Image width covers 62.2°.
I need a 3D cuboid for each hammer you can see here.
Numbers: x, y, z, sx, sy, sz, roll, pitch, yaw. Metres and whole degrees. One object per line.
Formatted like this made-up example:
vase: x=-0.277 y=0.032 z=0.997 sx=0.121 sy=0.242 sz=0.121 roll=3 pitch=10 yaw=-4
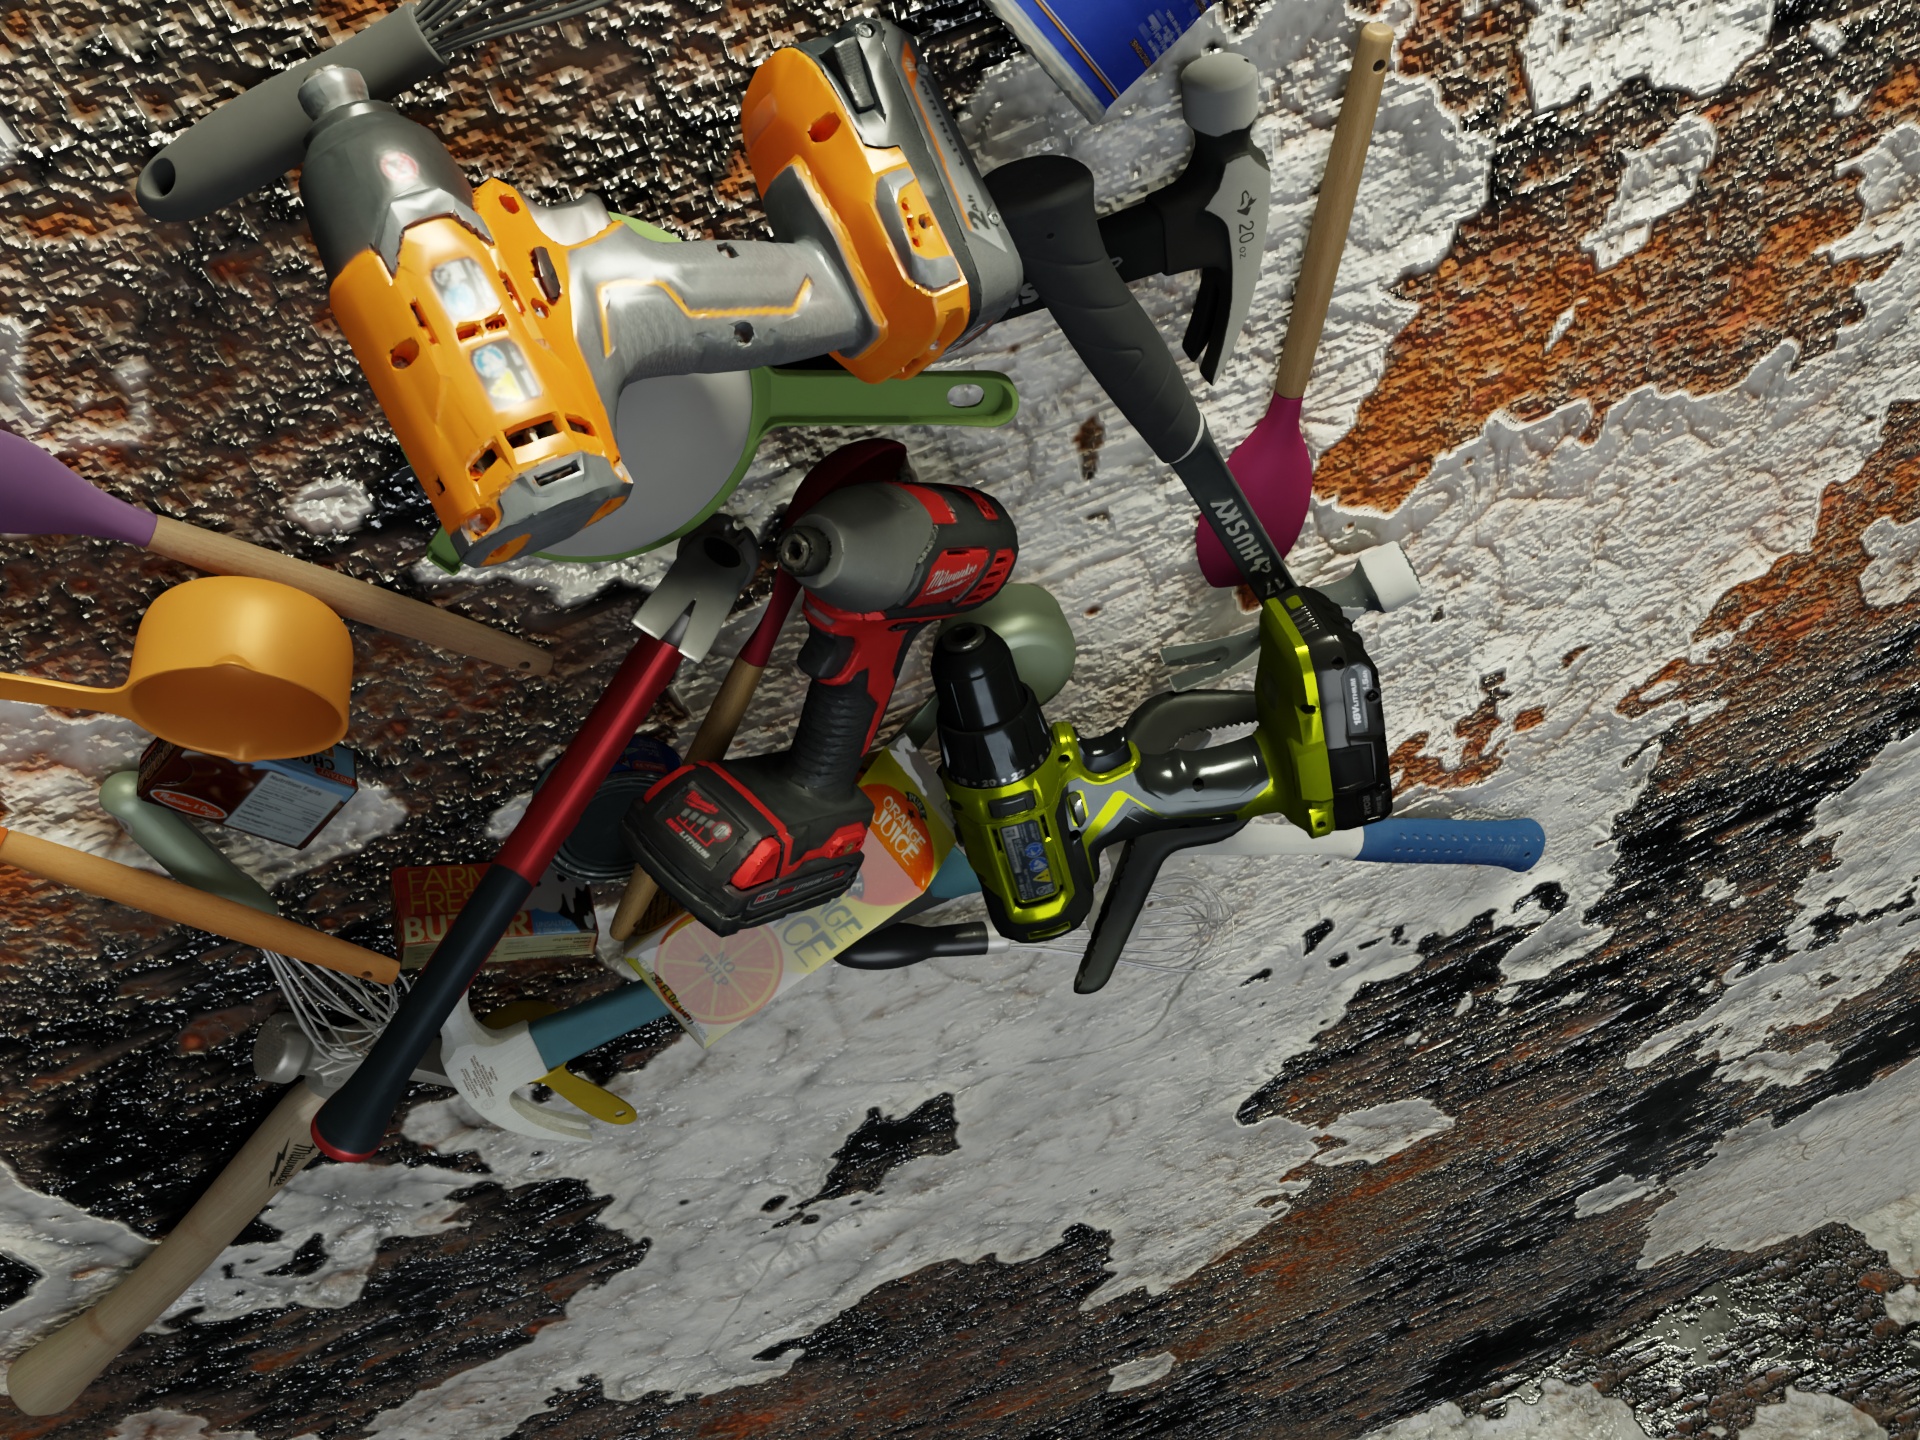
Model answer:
hammer: x=-0.214 y=0.078 z=0.748 sx=0.038 sy=0.143 sz=0.386 roll=33 pitch=109 yaw=-11
hammer: x=-0.022 y=-0.171 z=0.696 sx=0.335 sy=0.035 sz=0.146 roll=-20 pitch=139 yaw=-6
hammer: x=-0.465 y=0.322 z=0.998 sx=0.410 sy=0.038 sz=0.146 roll=-43 pitch=138 yaw=21
hammer: x=0.107 y=-0.125 z=0.761 sx=0.149 sy=0.036 sz=0.408 roll=-27 pitch=147 yaw=16
hammer: x=0.262 y=0.077 z=1.079 sx=0.405 sy=0.035 sz=0.144 roll=4 pitch=109 yaw=-35
hammer: x=-0.142 y=0.146 z=0.947 sx=0.331 sy=0.033 sz=0.128 roll=-22 pitch=106 yaw=-12

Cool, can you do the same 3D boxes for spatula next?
spatula: x=-0.414 y=0.072 z=0.725 sx=0.322 sy=0.041 sz=0.081 roll=26 pitch=119 yaw=-27
spatula: x=-0.315 y=-0.069 z=0.670 sx=0.315 sy=0.018 sz=0.059 roll=20 pitch=129 yaw=-39

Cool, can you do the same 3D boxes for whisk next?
whisk: x=-0.184 y=-0.236 z=0.541 sx=0.239 sy=0.055 sz=0.055 roll=-27 pitch=140 yaw=9
whisk: x=0.052 y=0.140 z=1.053 sx=0.284 sy=0.070 sz=0.070 roll=-2 pitch=134 yaw=-18
whisk: x=-0.357 y=0.105 z=0.820 sx=0.059 sy=0.058 sz=0.246 roll=-51 pitch=143 yaw=-24

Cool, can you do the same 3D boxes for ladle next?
ladle: x=-0.112 y=-0.009 z=0.791 sx=0.315 sy=0.031 sz=0.069 roll=-60 pitch=164 yaw=24

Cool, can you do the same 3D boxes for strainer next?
strainer: x=-0.095 y=-0.118 z=0.635 sx=0.256 sy=0.069 sz=0.151 roll=-3 pitch=124 yaw=-14

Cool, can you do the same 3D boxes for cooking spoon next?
cooking spoon: x=0.168 y=-0.185 z=0.788 sx=0.068 sy=0.017 sz=0.318 roll=-12 pitch=139 yaw=-15

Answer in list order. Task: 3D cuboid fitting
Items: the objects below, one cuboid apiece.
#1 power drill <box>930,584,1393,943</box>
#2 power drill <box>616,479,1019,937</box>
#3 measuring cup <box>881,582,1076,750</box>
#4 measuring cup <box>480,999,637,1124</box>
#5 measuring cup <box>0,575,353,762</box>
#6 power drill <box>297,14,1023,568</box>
power drill: x=0.101 y=0.011 z=0.842 sx=0.228 sy=0.080 sz=0.190 roll=-16 pitch=124 yaw=1
power drill: x=-0.067 y=-0.012 z=0.740 sx=0.143 sy=0.079 sz=0.219 roll=-11 pitch=135 yaw=-58
measuring cup: x=-0.001 y=-0.003 z=0.880 sx=0.083 sy=0.038 sz=0.167 roll=21 pitch=120 yaw=-40
measuring cup: x=-0.249 y=0.219 z=1.003 sx=0.062 sy=0.029 sz=0.156 roll=-29 pitch=142 yaw=4
measuring cup: x=-0.346 y=-0.029 z=0.669 sx=0.173 sy=0.052 sz=0.095 roll=7 pitch=152 yaw=-17
power drill: x=-0.105 y=-0.168 z=0.552 sx=0.226 sy=0.164 sz=0.084 roll=-29 pitch=-175 yaw=-29
